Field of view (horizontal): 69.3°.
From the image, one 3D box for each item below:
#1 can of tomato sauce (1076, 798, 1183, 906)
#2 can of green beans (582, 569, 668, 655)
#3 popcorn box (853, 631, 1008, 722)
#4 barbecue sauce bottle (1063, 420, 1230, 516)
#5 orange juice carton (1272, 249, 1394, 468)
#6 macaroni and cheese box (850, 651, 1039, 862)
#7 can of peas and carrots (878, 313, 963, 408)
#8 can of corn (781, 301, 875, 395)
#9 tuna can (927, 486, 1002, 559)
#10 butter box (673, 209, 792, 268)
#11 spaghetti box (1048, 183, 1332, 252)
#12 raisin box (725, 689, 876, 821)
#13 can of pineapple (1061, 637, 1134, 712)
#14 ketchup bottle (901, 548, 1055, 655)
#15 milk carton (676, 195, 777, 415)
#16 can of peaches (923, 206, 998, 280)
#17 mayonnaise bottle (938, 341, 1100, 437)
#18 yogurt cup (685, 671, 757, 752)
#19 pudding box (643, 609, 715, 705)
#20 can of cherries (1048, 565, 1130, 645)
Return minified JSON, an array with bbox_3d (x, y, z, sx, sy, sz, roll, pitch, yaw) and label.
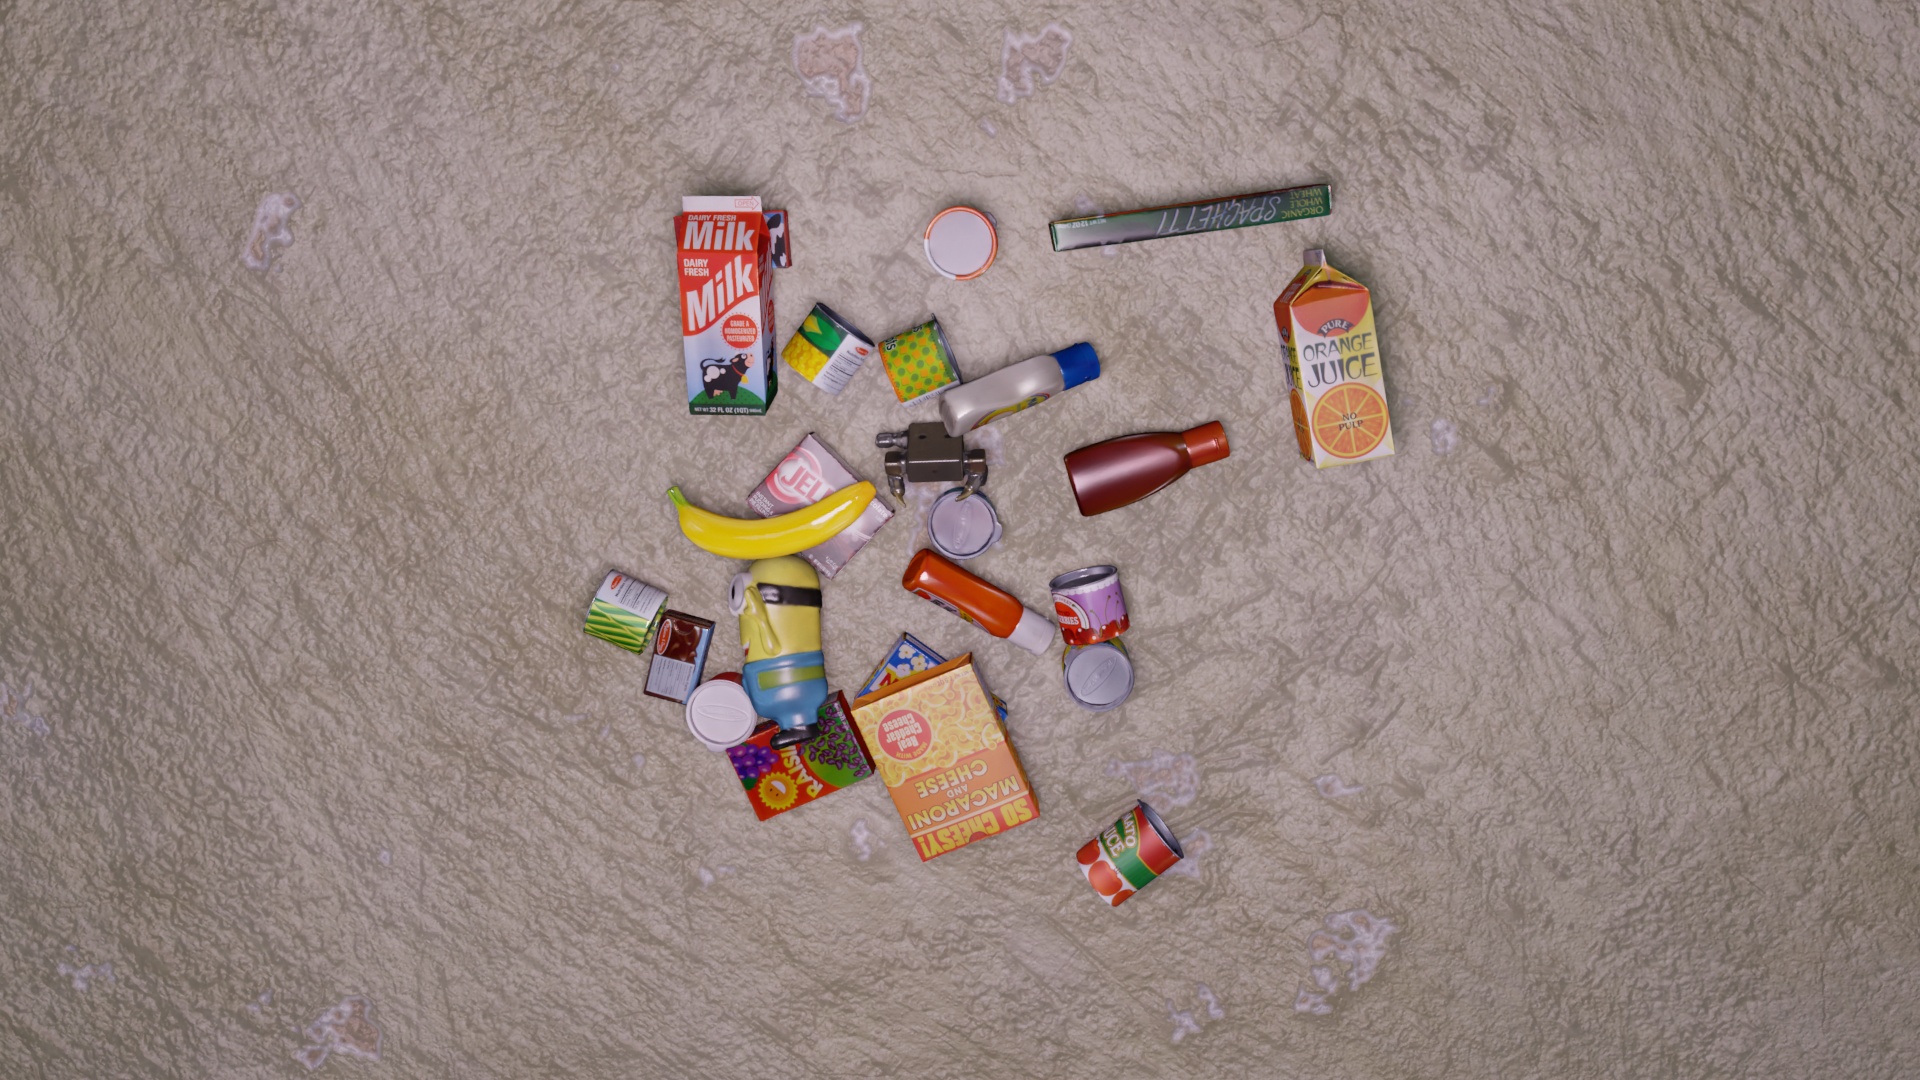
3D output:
[{"bbox_3d":[0.163,0.305,1.354,0.083,0.071,0.071,-39,98,9],"label":"can of tomato sauce"},{"bbox_3d":[-0.318,0.069,1.321,0.058,0.071,0.071,24,101,-4],"label":"can of green beans"},{"bbox_3d":[-0.029,0.160,1.346,0.126,0.038,0.085,36,99,-5],"label":"popcorn box"},{"bbox_3d":[0.175,-0.072,1.294,0.148,0.044,0.064,-18,100,4],"label":"barbecue sauce bottle"},{"bbox_3d":[0.334,-0.167,1.257,0.073,0.072,0.192,-12,101,3],"label":"orange juice carton"},{"bbox_3d":[-0.013,0.206,1.313,0.123,0.040,0.166,-23,100,7],"label":"macaroni and cheese box"},{"bbox_3d":[-0.037,-0.164,1.270,0.059,0.071,0.071,-23,100,6],"label":"can of peas and carrots"},{"bbox_3d":[-0.123,-0.176,1.271,0.071,0.071,0.058,37,100,-5],"label":"can of corn"},{"bbox_3d":[0.005,-0.016,1.314,0.071,0.033,0.071,0,101,2],"label":"tuna can"},{"bbox_3d":[-0.209,-0.274,1.274,0.103,0.024,0.053,-2,102,2],"label":"butter box"},{"bbox_3d":[0.205,-0.290,1.248,0.250,0.050,0.028,-7,103,3],"label":"spaghetti box"},{"bbox_3d":[-0.156,0.210,1.358,0.123,0.040,0.086,-24,100,5],"label":"raisin box"},{"bbox_3d":[0.129,0.122,1.324,0.071,0.058,0.071,0,101,1],"label":"can of pineapple"},{"bbox_3d":[0.019,0.060,1.315,0.149,0.064,0.043,29,83,-13],"label":"ketchup bottle"},{"bbox_3d":[-0.207,-0.212,1.242,0.072,0.074,0.189,1,114,2],"label":"milk carton"},{"bbox_3d":[0.002,-0.269,1.253,0.071,0.058,0.071,0,101,2],"label":"can of peaches"},{"bbox_3d":[0.054,-0.140,1.267,0.148,0.064,0.041,-22,81,-10],"label":"mayonnaise bottle"},{"bbox_3d":[-0.227,0.160,1.343,0.072,0.054,0.072,0,101,1],"label":"yogurt cup"},{"bbox_3d":[-0.272,0.113,1.347,0.050,0.030,0.083,15,101,0],"label":"pudding box"},{"bbox_3d":[0.120,0.062,1.307,0.071,0.071,0.058,-14,102,4],"label":"can of cherries"}]
